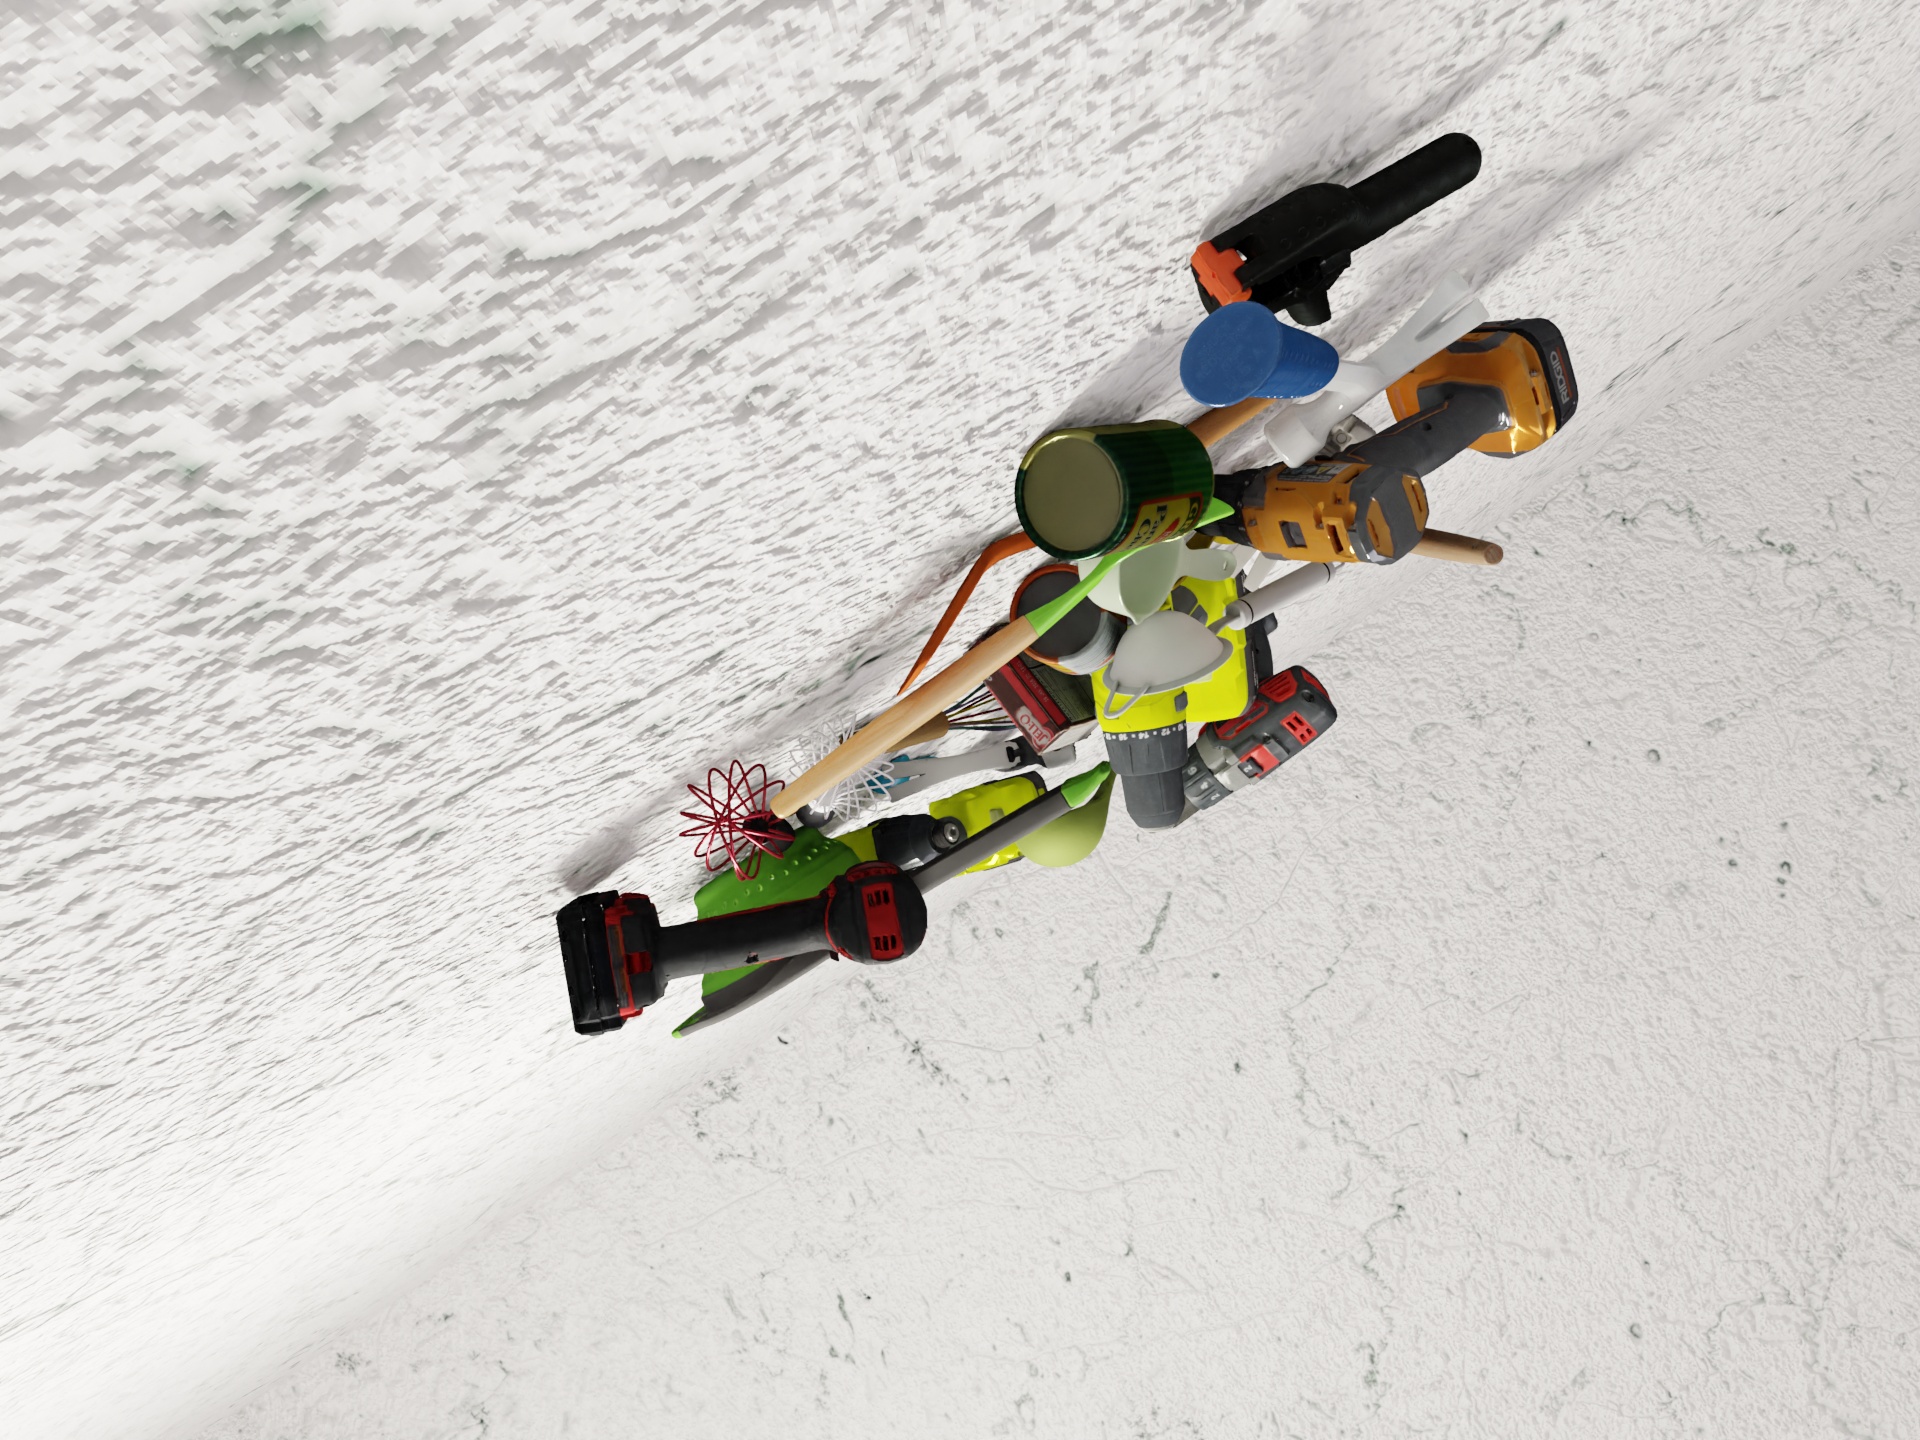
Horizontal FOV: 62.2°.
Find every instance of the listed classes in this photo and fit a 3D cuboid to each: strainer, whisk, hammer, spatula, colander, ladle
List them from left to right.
[{"bbox_3d":[-0.134,0.069,1.043,0.073,0.073,0.296,-35,175,-4],"label":"whisk"},{"bbox_3d":[-0.090,0.048,1.074,0.070,0.070,0.284,-33,177,-14],"label":"whisk"},{"bbox_3d":[-0.072,0.104,1.214,0.397,0.094,0.204,-31,180,16],"label":"colander"},{"bbox_3d":[-0.001,-0.005,1.183,0.047,0.051,0.245,-9,-175,41],"label":"whisk"},{"bbox_3d":[0.028,0.035,1.385,0.149,0.036,0.409,-13,178,4],"label":"hammer"},{"bbox_3d":[0.086,-0.120,0.917,0.322,0.041,0.081,-34,177,-15],"label":"spatula"},{"bbox_3d":[0.138,-0.016,1.313,0.320,0.062,0.078,-61,-173,-21],"label":"ladle"},{"bbox_3d":[0.178,-0.070,1.059,0.258,0.050,0.087,-26,-158,-37],"label":"strainer"},{"bbox_3d":[0.306,-0.176,1.345,0.146,0.038,0.410,-55,168,15],"label":"hammer"},{"bbox_3d":[0.180,-0.176,0.782,0.144,0.035,0.405,-38,175,23],"label":"hammer"},{"bbox_3d":[0.291,-0.125,1.061,0.060,0.018,0.316,-50,-170,5],"label":"spatula"}]

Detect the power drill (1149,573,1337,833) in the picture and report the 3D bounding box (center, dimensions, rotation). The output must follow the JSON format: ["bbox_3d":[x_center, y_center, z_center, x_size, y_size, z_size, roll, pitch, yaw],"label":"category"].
[{"bbox_3d":[0.212,-0.017,1.365,0.188,0.080,0.227,-39,-149,19],"label":"power drill"}]

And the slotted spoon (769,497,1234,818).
[{"bbox_3d":[0.020,-0.039,0.910,0.314,0.031,0.070,-36,-178,2],"label":"slotted spoon"}]

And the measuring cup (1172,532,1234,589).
[{"bbox_3d":[0.176,-0.120,1.107,0.062,0.029,0.156,-4,-148,39],"label":"measuring cup"}]

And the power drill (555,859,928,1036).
[{"bbox_3d":[-0.133,0.133,1.003,0.219,0.078,0.143,-9,180,-6],"label":"power drill"}]

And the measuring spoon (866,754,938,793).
[{"bbox_3d":[-0.040,0.046,1.354,0.042,0.021,0.128,-38,169,18],"label":"measuring spoon"}]

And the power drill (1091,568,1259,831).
[{"bbox_3d":[0.156,-0.033,1.178,0.080,0.190,0.228,-6,-170,25],"label":"power drill"}]

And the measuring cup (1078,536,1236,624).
[{"bbox_3d":[0.128,-0.105,1.018,0.167,0.038,0.083,-4,108,-56],"label":"measuring cup"}]

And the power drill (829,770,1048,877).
[{"bbox_3d":[-0.017,0.106,1.420,0.171,0.080,0.223,-21,174,38],"label":"power drill"}]

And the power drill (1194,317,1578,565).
[{"bbox_3d":[0.268,-0.178,1.046,0.226,0.084,0.185,-37,-154,-23],"label":"power drill"}]
